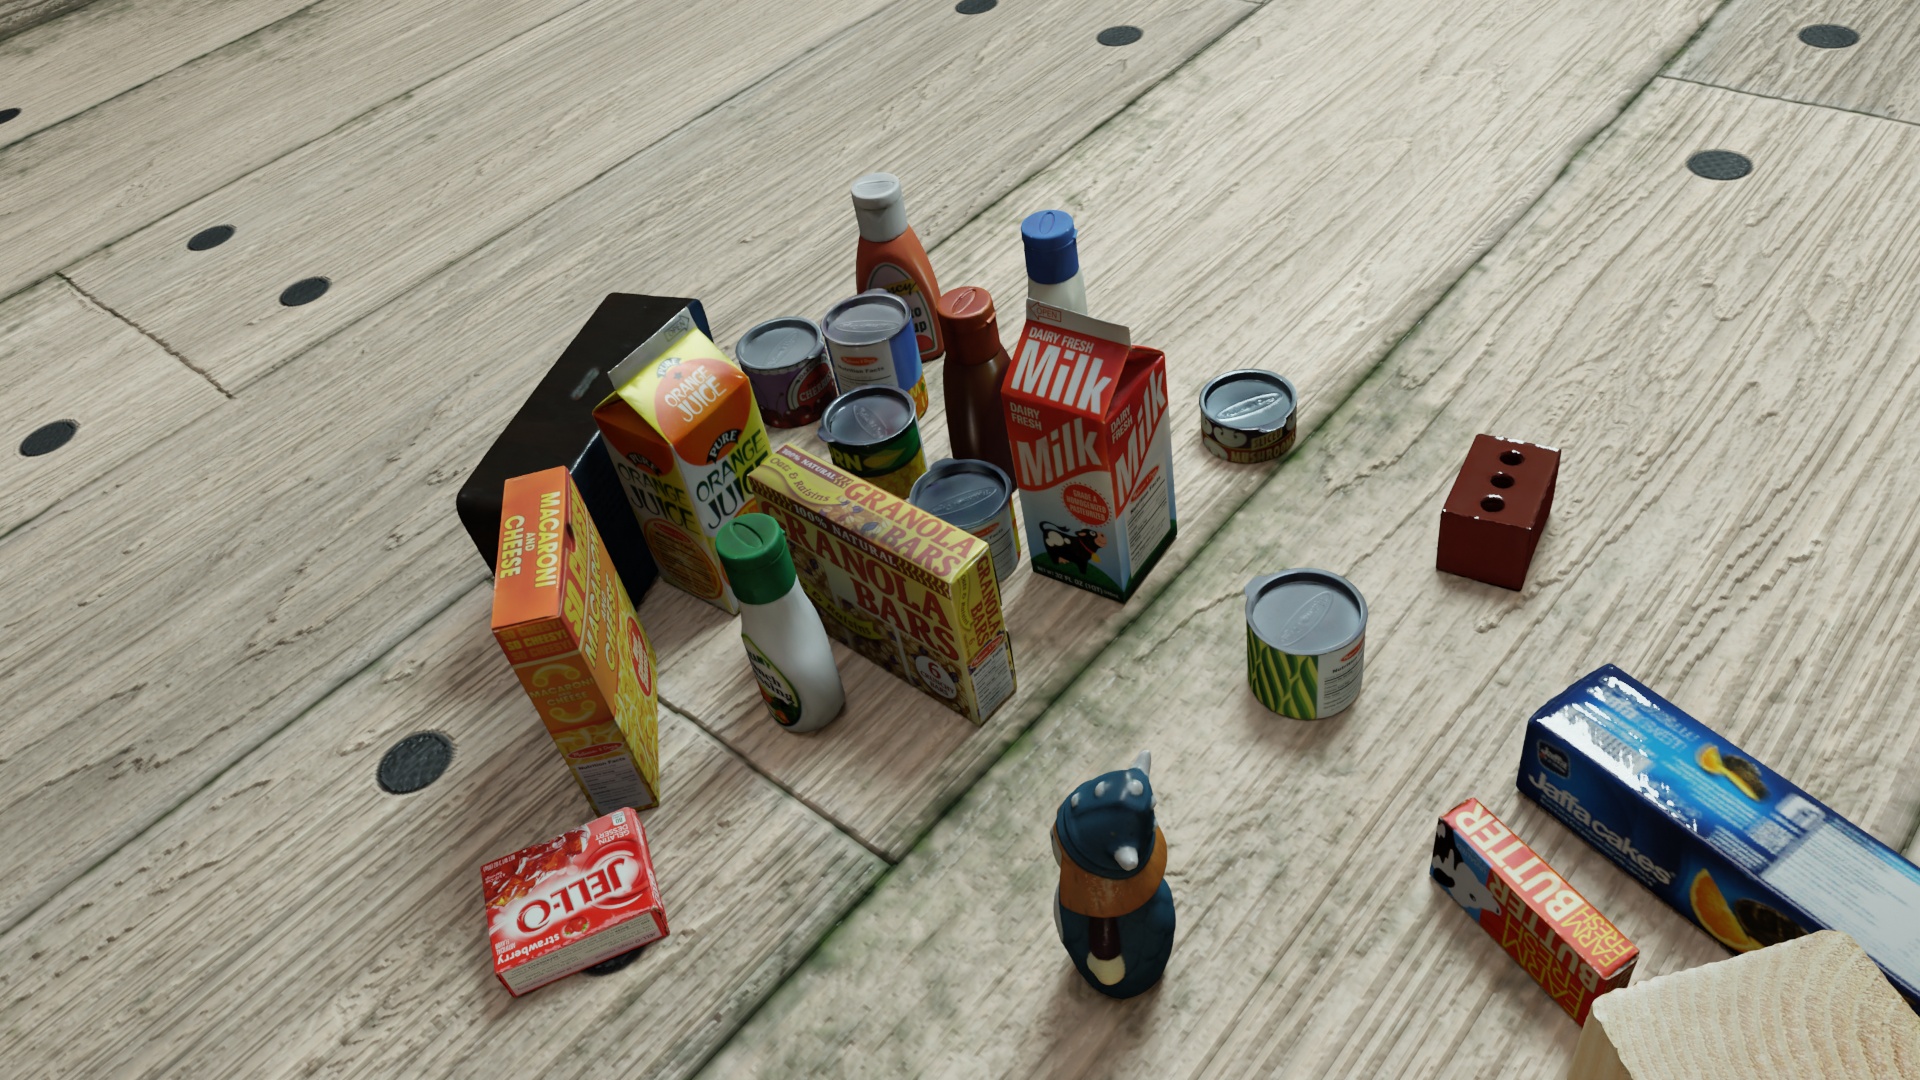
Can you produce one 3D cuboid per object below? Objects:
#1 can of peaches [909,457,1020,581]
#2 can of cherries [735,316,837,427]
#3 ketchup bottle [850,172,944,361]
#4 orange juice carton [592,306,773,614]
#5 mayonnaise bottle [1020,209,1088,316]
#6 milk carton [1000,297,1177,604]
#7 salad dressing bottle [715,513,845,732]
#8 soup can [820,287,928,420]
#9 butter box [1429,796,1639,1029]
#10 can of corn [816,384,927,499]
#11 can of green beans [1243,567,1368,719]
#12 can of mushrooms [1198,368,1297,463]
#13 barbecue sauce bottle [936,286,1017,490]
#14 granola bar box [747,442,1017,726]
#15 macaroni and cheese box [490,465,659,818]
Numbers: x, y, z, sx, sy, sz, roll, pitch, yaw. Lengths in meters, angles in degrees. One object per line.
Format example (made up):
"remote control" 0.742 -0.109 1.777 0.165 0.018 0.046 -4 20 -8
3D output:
"can of peaches" 0.003 -0.011 0.902 0.071 0.057 0.071 -6 43 6
"can of cherries" -0.129 -0.126 1.052 0.071 0.058 0.072 -6 43 6
"ketchup bottle" -0.051 -0.204 1.051 0.065 0.148 0.044 -4 43 8
"orange juice carton" -0.169 -0.050 0.882 0.073 0.191 0.072 21 52 30
"mayonnaise bottle" 0.069 -0.160 0.980 0.041 0.147 0.065 1 44 13
"milk carton" 0.079 -0.060 0.840 0.072 0.189 0.074 20 52 30
"salad dressing bottle" -0.104 0.049 0.796 0.044 0.147 0.064 -35 48 -23
"soup can" -0.061 -0.132 1.024 0.071 0.083 0.072 -6 43 6
"butter box" 0.267 0.174 0.653 0.024 0.052 0.104 -26 45 -15
"can of corn" -0.062 -0.066 0.973 0.071 0.058 0.071 -6 43 6
"can of green beans" 0.195 0.059 0.787 0.071 0.057 0.071 -6 43 6
"can of mushrooms" 0.199 -0.084 0.955 0.071 0.033 0.071 -6 43 6
"barbecue sauce bottle" 0.014 -0.098 0.925 0.044 0.147 0.065 15 49 26
"granola bar box" -0.046 0.024 0.827 0.166 0.123 0.039 27 55 34
"macaroni and cheese box" -0.215 0.059 0.795 0.040 0.165 0.124 -13 43 -2
